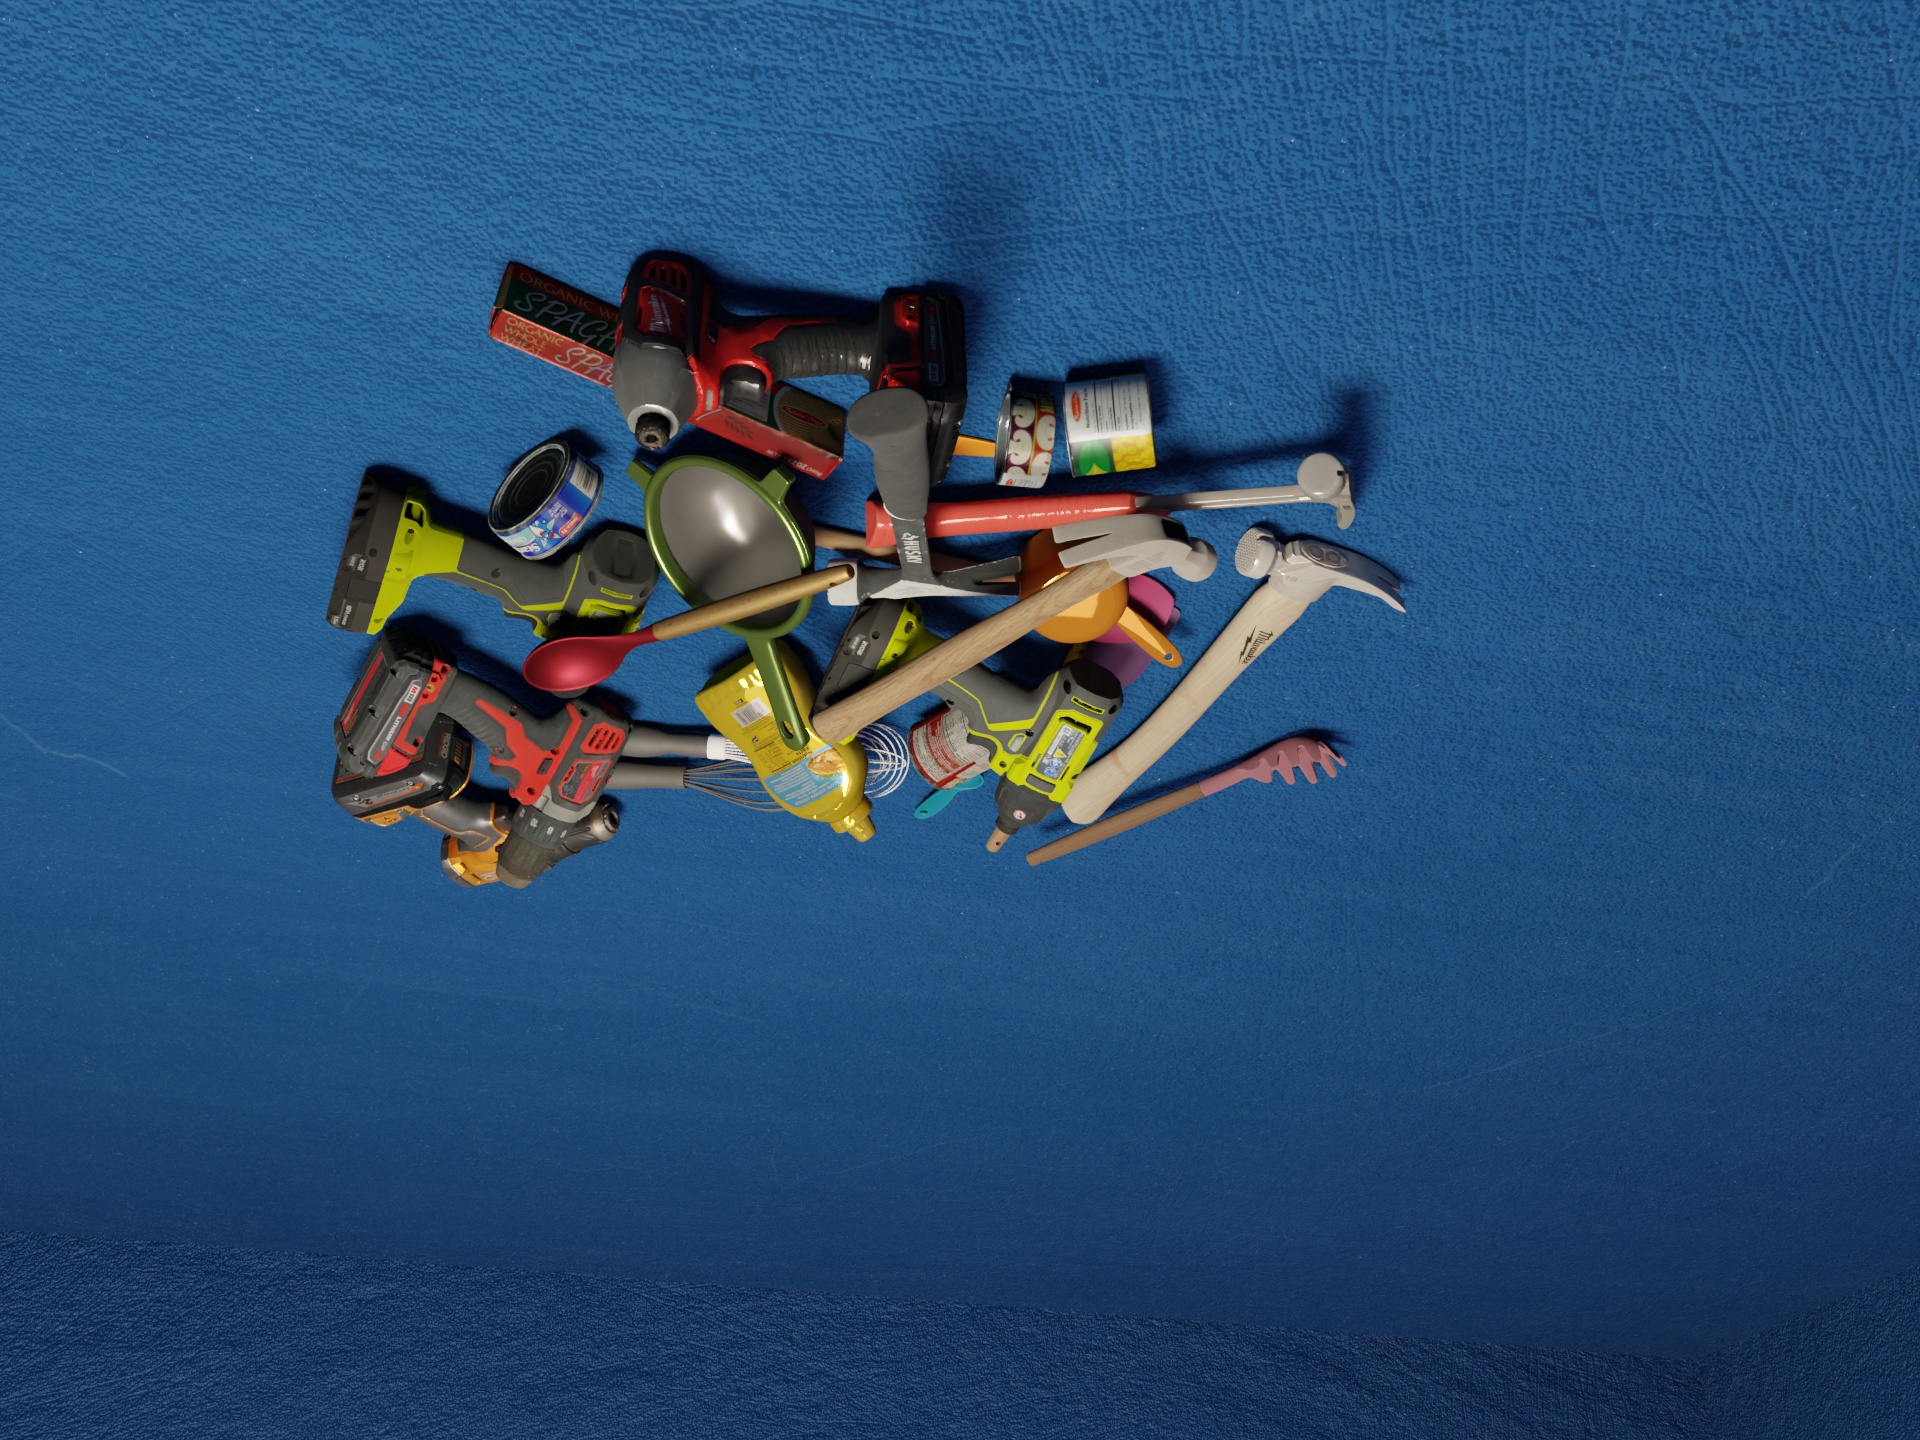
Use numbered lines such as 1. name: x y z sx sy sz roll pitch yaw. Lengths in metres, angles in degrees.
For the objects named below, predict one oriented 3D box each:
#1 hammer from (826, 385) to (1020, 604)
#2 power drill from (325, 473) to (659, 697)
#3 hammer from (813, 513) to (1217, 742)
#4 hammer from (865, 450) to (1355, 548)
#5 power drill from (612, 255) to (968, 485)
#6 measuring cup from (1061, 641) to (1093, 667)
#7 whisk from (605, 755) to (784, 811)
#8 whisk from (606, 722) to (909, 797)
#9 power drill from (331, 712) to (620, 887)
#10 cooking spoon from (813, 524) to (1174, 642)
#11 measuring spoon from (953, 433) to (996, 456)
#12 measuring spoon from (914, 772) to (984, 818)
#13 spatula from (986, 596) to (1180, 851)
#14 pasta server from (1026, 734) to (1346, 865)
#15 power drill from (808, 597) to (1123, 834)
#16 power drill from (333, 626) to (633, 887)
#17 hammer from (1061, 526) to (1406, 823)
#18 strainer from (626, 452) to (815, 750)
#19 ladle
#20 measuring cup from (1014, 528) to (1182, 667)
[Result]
1. hammer: -0.030 -0.134 1.037 0.149 0.036 0.409 0 172 0
2. power drill: -0.369 -0.096 1.252 0.228 0.080 0.190 15 144 -22
3. hammer: 0.020 -0.063 1.172 0.331 0.031 0.130 -28 156 28
4. hammer: 0.104 -0.154 1.165 0.359 0.037 0.149 -2 177 16
5. power drill: -0.111 -0.220 1.015 0.219 0.143 0.078 5 144 -10
6. measuring cup: 0.092 -0.015 1.390 0.062 0.029 0.156 6 145 -7
7. whisk: -0.258 0.055 1.487 0.239 0.055 0.055 2 145 6
8. whisk: -0.188 0.025 1.439 0.284 0.070 0.070 5 144 3
9. power drill: -0.449 0.079 1.498 0.185 0.084 0.226 -15 145 17
10. cooking spoon: 0.018 -0.116 1.259 0.318 0.017 0.068 12 124 -14
11. measuring spoon: -0.004 -0.197 1.154 0.117 0.011 0.021 6 144 -7
12. measuring spoon: -0.016 0.064 1.521 0.042 0.021 0.128 16 151 -19
13. spatula: 0.093 0.010 1.390 0.059 0.018 0.315 18 129 -17
14. pasta server: 0.203 0.081 1.486 0.316 0.040 0.060 -24 153 20
15. power drill: -0.002 -0.004 1.299 0.223 0.080 0.171 25 123 -7
16. power drill: -0.415 0.037 1.365 0.226 0.080 0.188 25 100 -35
17. hammer: 0.209 -0.017 1.381 0.146 0.038 0.410 14 143 -20
18. strainer: -0.143 -0.097 1.199 0.151 0.069 0.256 8 129 32
19. ladle: -0.204 -0.071 1.172 0.315 0.031 0.069 -14 155 33
20. measuring cup: 0.117 -0.080 1.248 0.173 0.052 0.095 37 117 -25
